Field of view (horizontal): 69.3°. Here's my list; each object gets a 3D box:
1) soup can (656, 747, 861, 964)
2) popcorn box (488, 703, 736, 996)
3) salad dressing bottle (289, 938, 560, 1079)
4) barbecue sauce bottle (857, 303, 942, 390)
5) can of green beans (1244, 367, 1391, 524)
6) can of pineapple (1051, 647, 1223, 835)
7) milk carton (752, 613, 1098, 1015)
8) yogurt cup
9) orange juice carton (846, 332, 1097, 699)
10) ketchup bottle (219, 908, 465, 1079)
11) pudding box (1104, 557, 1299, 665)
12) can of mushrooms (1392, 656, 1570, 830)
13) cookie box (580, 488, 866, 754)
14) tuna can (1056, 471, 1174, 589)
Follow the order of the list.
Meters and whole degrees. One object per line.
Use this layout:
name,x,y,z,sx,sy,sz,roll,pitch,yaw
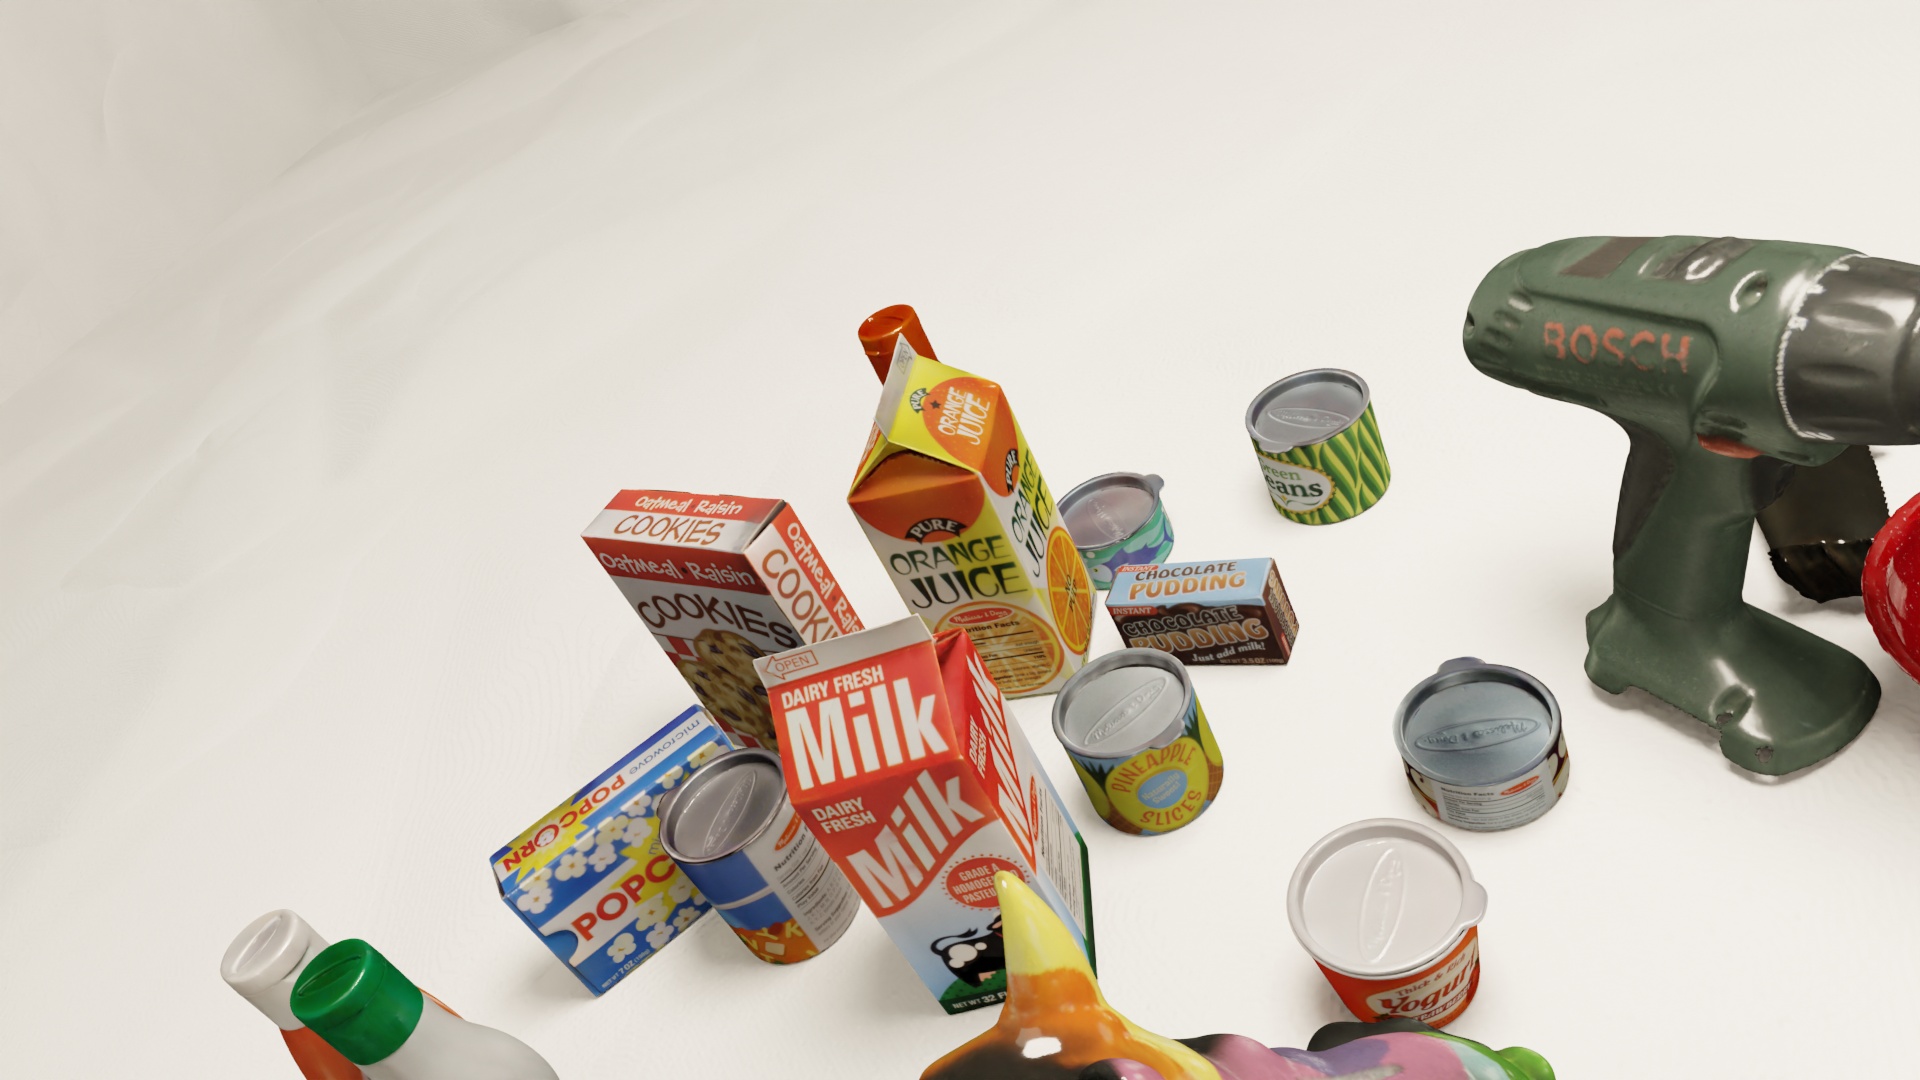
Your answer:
soup can,-0.095,0.150,0.660,0.071,0.083,0.072,-18,36,14
popcorn box,-0.156,0.154,0.694,0.127,0.085,0.038,-37,36,-14
salad dressing bottle,-0.223,0.226,0.591,0.064,0.147,0.044,-30,35,-4
barbecue sauce bottle,-0.015,-0.071,0.836,0.065,0.148,0.044,13,51,44
can of green beans,0.193,-0.051,0.750,0.071,0.057,0.071,-18,36,13
can of pineapple,0.083,0.093,0.637,0.071,0.057,0.071,-18,36,13
milk carton,-0.010,0.105,0.567,0.072,0.189,0.074,-18,36,14
yogurt cup,0.162,0.147,0.520,0.072,0.053,0.073,-18,36,13
orange juice carton,0.003,-0.009,0.704,0.073,0.192,0.072,-11,38,22
ketchup bottle,-0.267,0.223,0.623,0.043,0.148,0.065,-4,41,31
pudding box,0.121,0.036,0.694,0.083,0.049,0.030,-4,41,30
can of mushrooms,0.218,0.084,0.581,0.071,0.033,0.071,-18,36,13
cookie box,-0.106,0.048,0.726,0.123,0.166,0.040,4,46,38
tuna can,0.088,-0.007,0.786,0.071,0.032,0.071,-18,36,13
